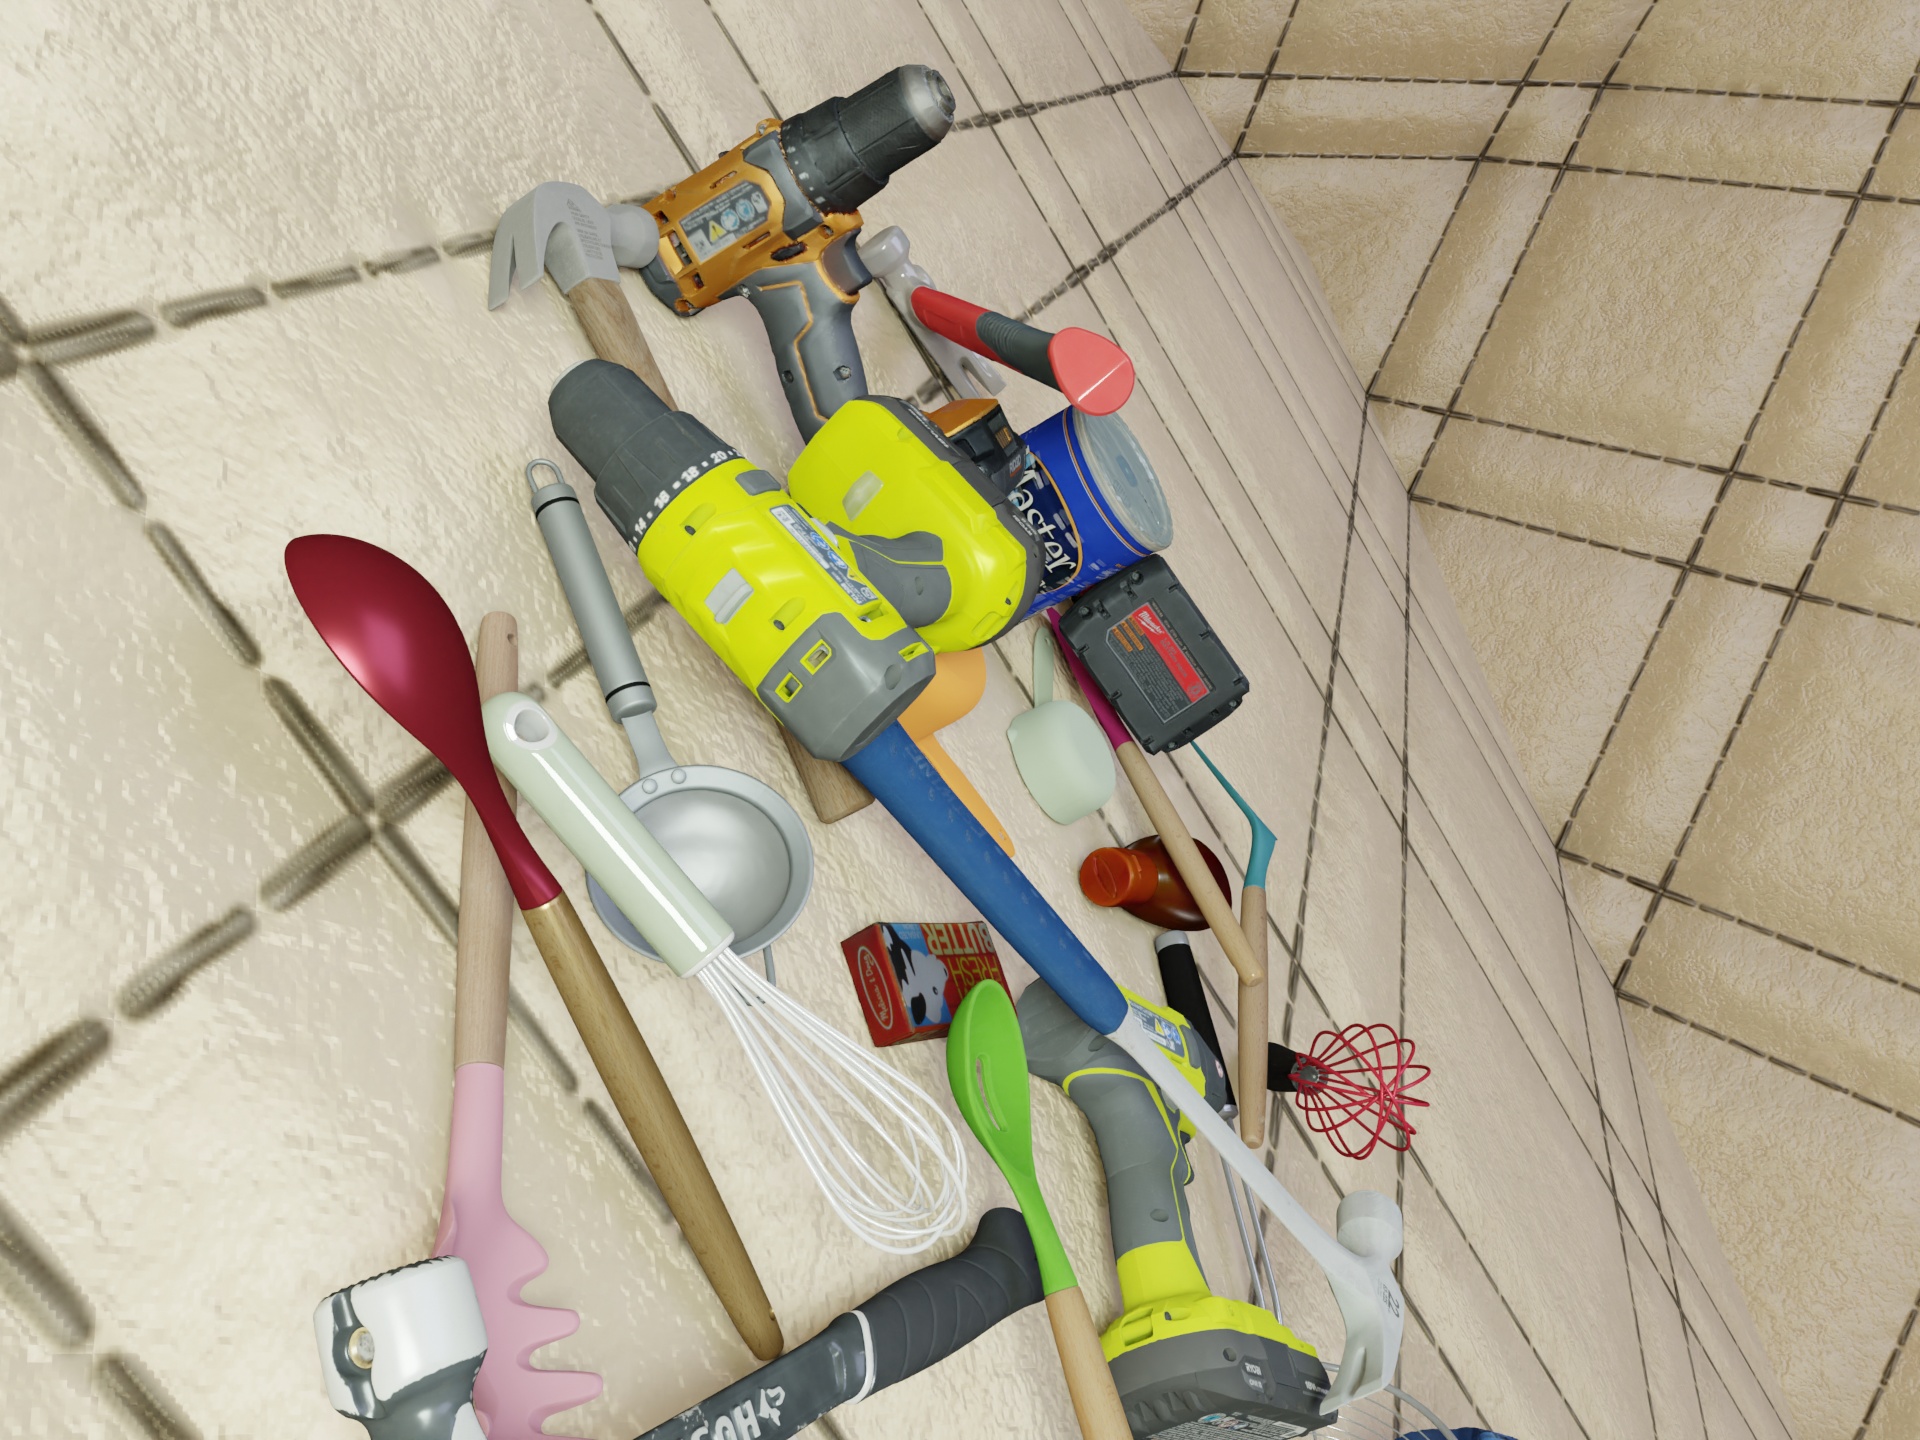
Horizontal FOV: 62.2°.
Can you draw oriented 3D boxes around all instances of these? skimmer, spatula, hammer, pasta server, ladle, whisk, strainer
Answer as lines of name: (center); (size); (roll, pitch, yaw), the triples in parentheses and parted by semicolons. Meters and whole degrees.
skimmer: (0.179, 0.270, 0.905); (0.127, 0.090, 0.364); (7, 51, -25)
spatula: (0.178, 0.134, 1.015); (0.082, 0.044, 0.318); (47, 34, -30)
hammer: (0.080, 0.151, 0.749); (0.405, 0.035, 0.144); (49, 25, -9)
pasta server: (-0.148, 0.086, 0.514); (0.060, 0.040, 0.317); (52, 23, -51)
ladle: (-0.125, 0.081, 0.511); (0.069, 0.031, 0.315); (-96, 164, -74)
hammer: (-0.042, 0.220, 0.524); (0.408, 0.036, 0.149); (20, 47, -68)
hammer: (-0.126, -0.104, 0.754); (0.331, 0.031, 0.130); (64, 24, 2)
hammer: (0.029, -0.222, 0.970); (0.143, 0.038, 0.387); (50, 1, -26)
whisk: (0.211, 0.210, 0.937); (0.295, 0.073, 0.073); (105, -38, -81)
whisk: (-0.083, 0.087, 0.551); (0.246, 0.059, 0.058); (50, 46, -3)
strainer: (-0.128, 0.001, 0.637); (0.087, 0.050, 0.259); (-17, 70, -21)

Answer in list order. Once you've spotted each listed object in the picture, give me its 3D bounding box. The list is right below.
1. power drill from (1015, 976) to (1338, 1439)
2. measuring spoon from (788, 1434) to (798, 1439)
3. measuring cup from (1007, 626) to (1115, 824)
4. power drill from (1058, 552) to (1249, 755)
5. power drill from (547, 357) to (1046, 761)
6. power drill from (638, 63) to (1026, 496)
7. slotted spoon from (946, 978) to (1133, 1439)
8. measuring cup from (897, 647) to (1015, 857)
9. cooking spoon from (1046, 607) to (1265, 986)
power drill: (0.111, 0.249, 0.813); (0.171, 0.080, 0.223); (35, 33, -44)
measuring spoon: (-0.050, 0.288, 0.538); (0.034, 0.018, 0.124); (6, 54, -59)
measuring cup: (0.068, -0.009, 1.026); (0.083, 0.038, 0.168); (44, 32, -35)
power drill: (0.108, -0.085, 1.095); (0.187, 0.080, 0.227); (53, 9, -14)
power drill: (-0.065, -0.087, 0.709); (0.190, 0.080, 0.228); (47, 24, 6)
power drill: (-0.047, -0.209, 0.835); (0.226, 0.185, 0.084); (60, 24, -13)
slotted spoon: (0.048, 0.256, 0.639); (0.070, 0.031, 0.314); (35, 33, -61)
measuring cup: (-0.001, -0.003, 0.868); (0.173, 0.052, 0.095); (55, 26, -12)
cooking spoon: (0.117, 0.037, 1.022); (0.319, 0.017, 0.068); (65, 5, 37)
